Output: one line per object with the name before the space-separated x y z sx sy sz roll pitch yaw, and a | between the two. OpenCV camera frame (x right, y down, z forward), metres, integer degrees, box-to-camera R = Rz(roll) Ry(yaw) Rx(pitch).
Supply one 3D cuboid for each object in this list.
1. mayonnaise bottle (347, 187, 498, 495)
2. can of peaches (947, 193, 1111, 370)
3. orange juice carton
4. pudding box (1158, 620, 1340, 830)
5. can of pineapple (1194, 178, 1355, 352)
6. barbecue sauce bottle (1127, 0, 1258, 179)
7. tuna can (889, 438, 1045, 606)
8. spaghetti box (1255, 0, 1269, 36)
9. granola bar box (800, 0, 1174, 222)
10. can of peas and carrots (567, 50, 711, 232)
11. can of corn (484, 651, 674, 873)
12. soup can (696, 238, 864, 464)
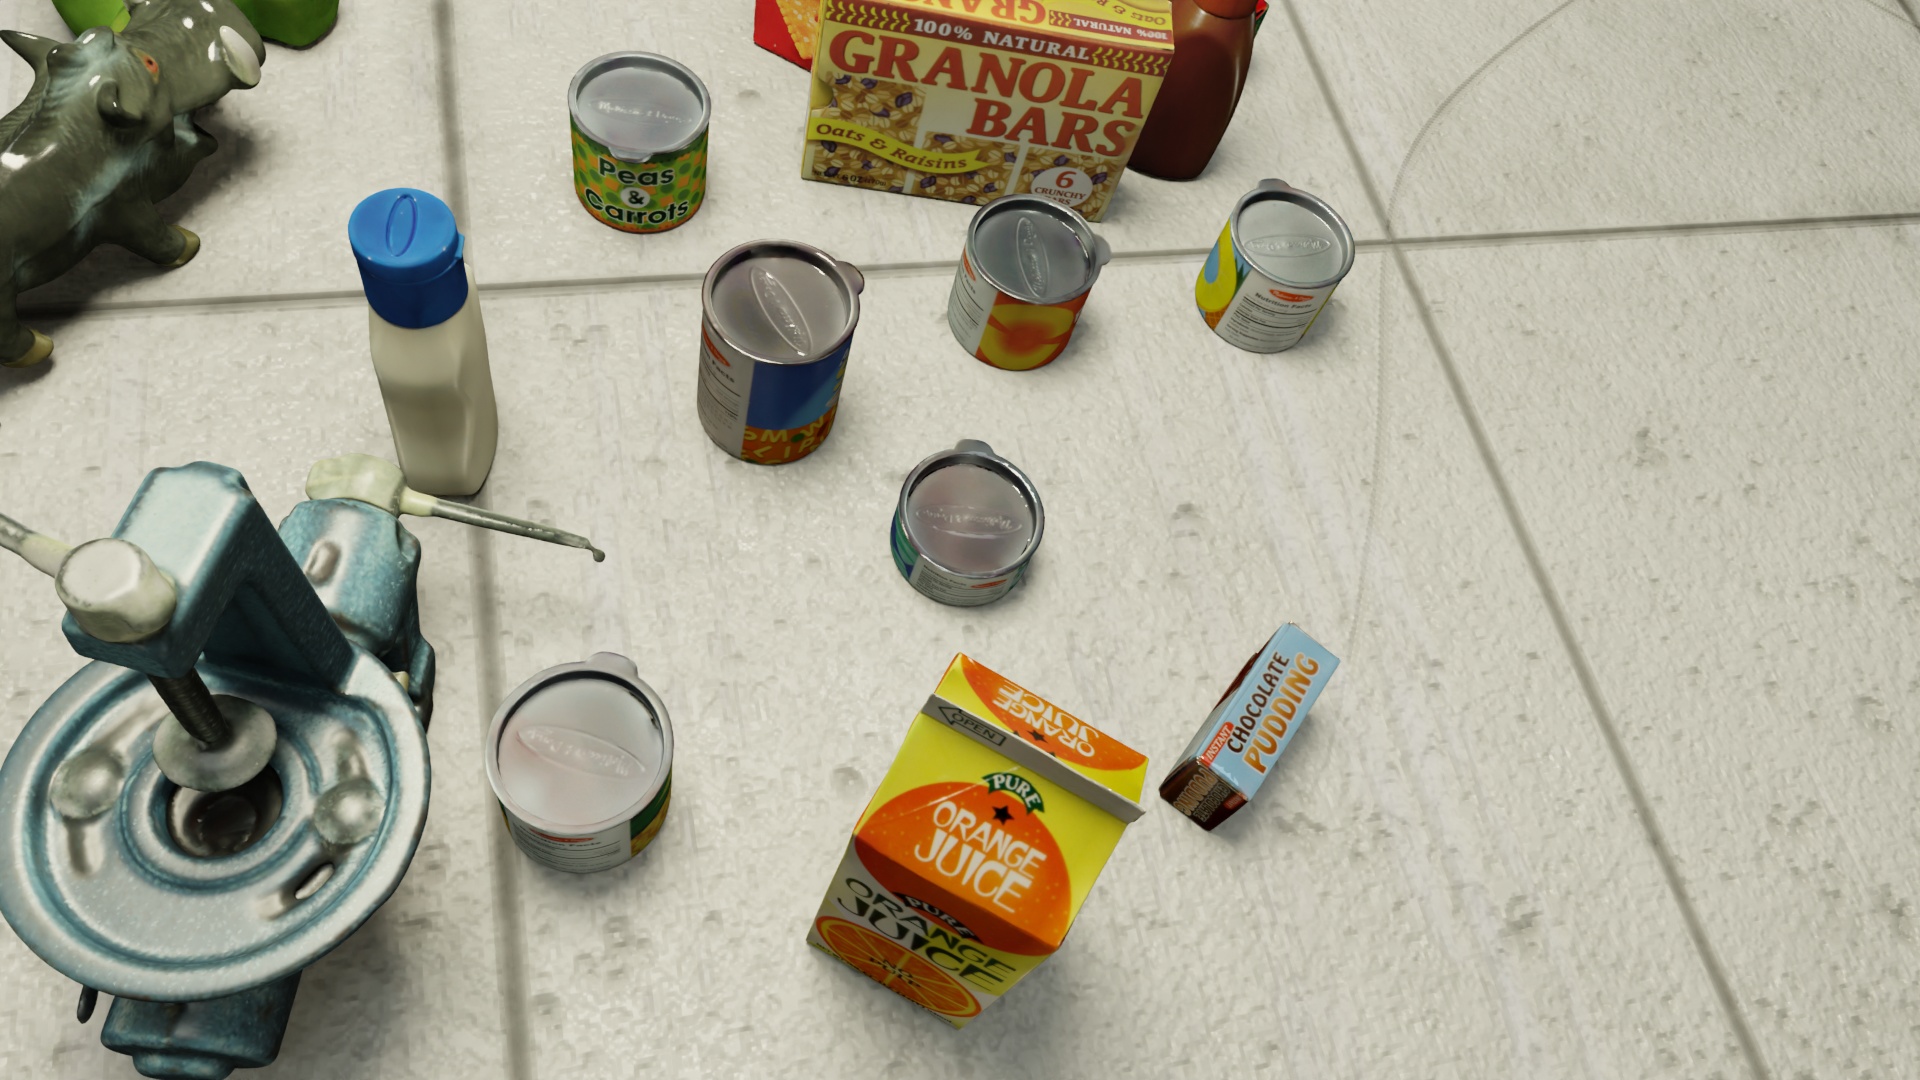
mayonnaise bottle | -0.210 -0.077 0.550 0.041 0.147 0.065 3 62 -11
can of peaches | 0.032 -0.126 0.683 0.071 0.057 0.071 5 61 -10
orange juice carton | 0.004 0.103 0.475 0.072 0.191 0.073 29 60 4
pudding box | 0.124 0.079 0.597 0.030 0.049 0.084 37 61 8
can of pineapple | 0.162 -0.141 0.721 0.071 0.057 0.071 5 61 -10
barbecue sauce bottle | 0.123 -0.255 0.722 0.065 0.147 0.044 17 60 -3
tuna can | 0.002 -0.008 0.627 0.071 0.032 0.071 5 61 -10
spaghetti box | 0.081 -0.371 0.832 0.029 0.050 0.250 -37 75 -27
granola bar box | 0.009 -0.223 0.693 0.166 0.123 0.039 6 61 -10
can of peas and carrots | -0.156 -0.191 0.676 0.071 0.058 0.071 5 61 -10
can of corn | -0.142 0.085 0.529 0.071 0.058 0.071 5 61 -10
soup can | -0.081 -0.083 0.619 0.071 0.083 0.071 5 61 -10
